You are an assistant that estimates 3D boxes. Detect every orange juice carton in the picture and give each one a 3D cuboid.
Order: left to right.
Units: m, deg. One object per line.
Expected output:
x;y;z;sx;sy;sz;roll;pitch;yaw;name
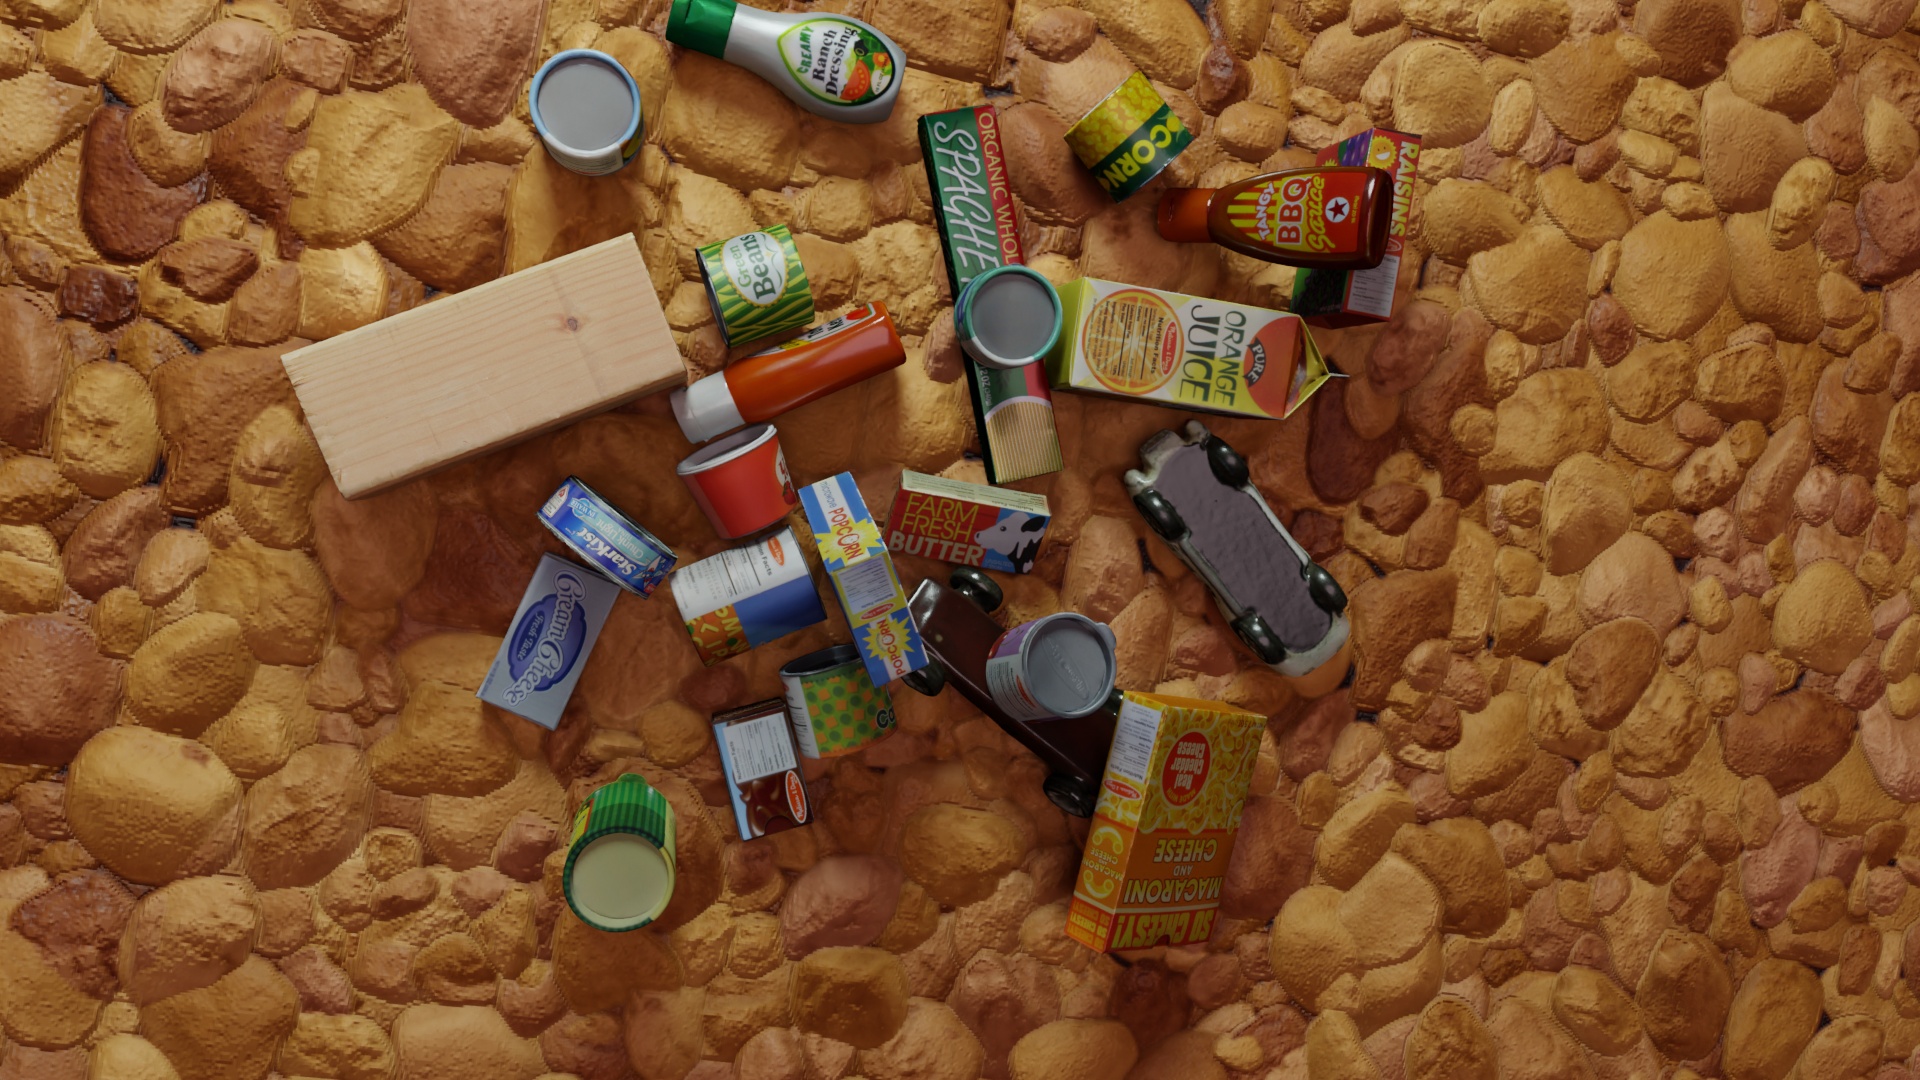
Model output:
0.159;-0.124;0.934;0.193;0.072;0.073;7;93;-12;orange juice carton

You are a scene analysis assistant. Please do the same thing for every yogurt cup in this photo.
-0.139;-0.036;0.883;0.072;0.072;0.053;-26;107;-9;yogurt cup

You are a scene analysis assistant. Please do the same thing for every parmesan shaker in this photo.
-0.210;0.191;0.862;0.071;0.103;0.071;-1;94;-11;parmesan shaker

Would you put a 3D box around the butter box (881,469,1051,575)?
0.003;-0.012;0.923;0.103;0.024;0.052;10;123;-12;butter box

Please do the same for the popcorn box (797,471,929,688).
-0.062;0.021;0.860;0.038;0.127;0.085;-21;118;-5;popcorn box

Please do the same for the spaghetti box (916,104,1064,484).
0.020;-0.163;0.924;0.050;0.028;0.249;-13;97;-12;spaghetti box

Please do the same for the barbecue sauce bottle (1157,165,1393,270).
0.203;-0.211;0.908;0.044;0.148;0.065;5;94;-57;barbecue sauce bottle

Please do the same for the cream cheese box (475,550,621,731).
-0.261;0.063;0.883;0.053;0.024;0.104;25;89;-13;cream cheese box

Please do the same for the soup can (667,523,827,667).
-0.135;0.037;0.888;0.084;0.071;0.071;-22;98;-9;soup can

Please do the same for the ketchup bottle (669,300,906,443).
-0.110;-0.106;0.886;0.149;0.065;0.043;-23;105;-1;ketchup bottle

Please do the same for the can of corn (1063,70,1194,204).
0.110;-0.265;0.915;0.071;0.071;0.058;-43;100;-6;can of corn

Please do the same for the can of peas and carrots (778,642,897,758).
-0.076;0.103;0.903;0.071;0.071;0.058;-15;98;-10;can of peas and carrots

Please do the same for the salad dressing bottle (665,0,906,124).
-0.110;-0.310;0.879;0.148;0.044;0.064;15;92;-12;salad dressing bottle

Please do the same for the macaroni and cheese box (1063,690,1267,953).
0.141;0.190;0.939;0.124;0.040;0.166;12;92;-45;macaroni and cheese box

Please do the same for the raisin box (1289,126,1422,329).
0.267;-0.209;0.944;0.040;0.086;0.123;9;92;-11;raisin box

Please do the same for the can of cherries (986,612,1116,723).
0.059;0.081;0.887;0.071;0.058;0.071;5;77;-22;can of cherries

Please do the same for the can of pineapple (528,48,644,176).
-0.228;-0.263;0.850;0.071;0.058;0.071;-1;94;-12;can of pineapple

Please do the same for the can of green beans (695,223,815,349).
-0.129;-0.160;0.874;0.058;0.071;0.071;-19;98;-10;can of green beans

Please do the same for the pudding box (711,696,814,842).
-0.131;0.150;0.914;0.050;0.030;0.083;-15;97;-12;pudding box

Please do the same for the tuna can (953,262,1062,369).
0.032;-0.146;0.895;0.071;0.033;0.071;-1;95;-13;tuna can
